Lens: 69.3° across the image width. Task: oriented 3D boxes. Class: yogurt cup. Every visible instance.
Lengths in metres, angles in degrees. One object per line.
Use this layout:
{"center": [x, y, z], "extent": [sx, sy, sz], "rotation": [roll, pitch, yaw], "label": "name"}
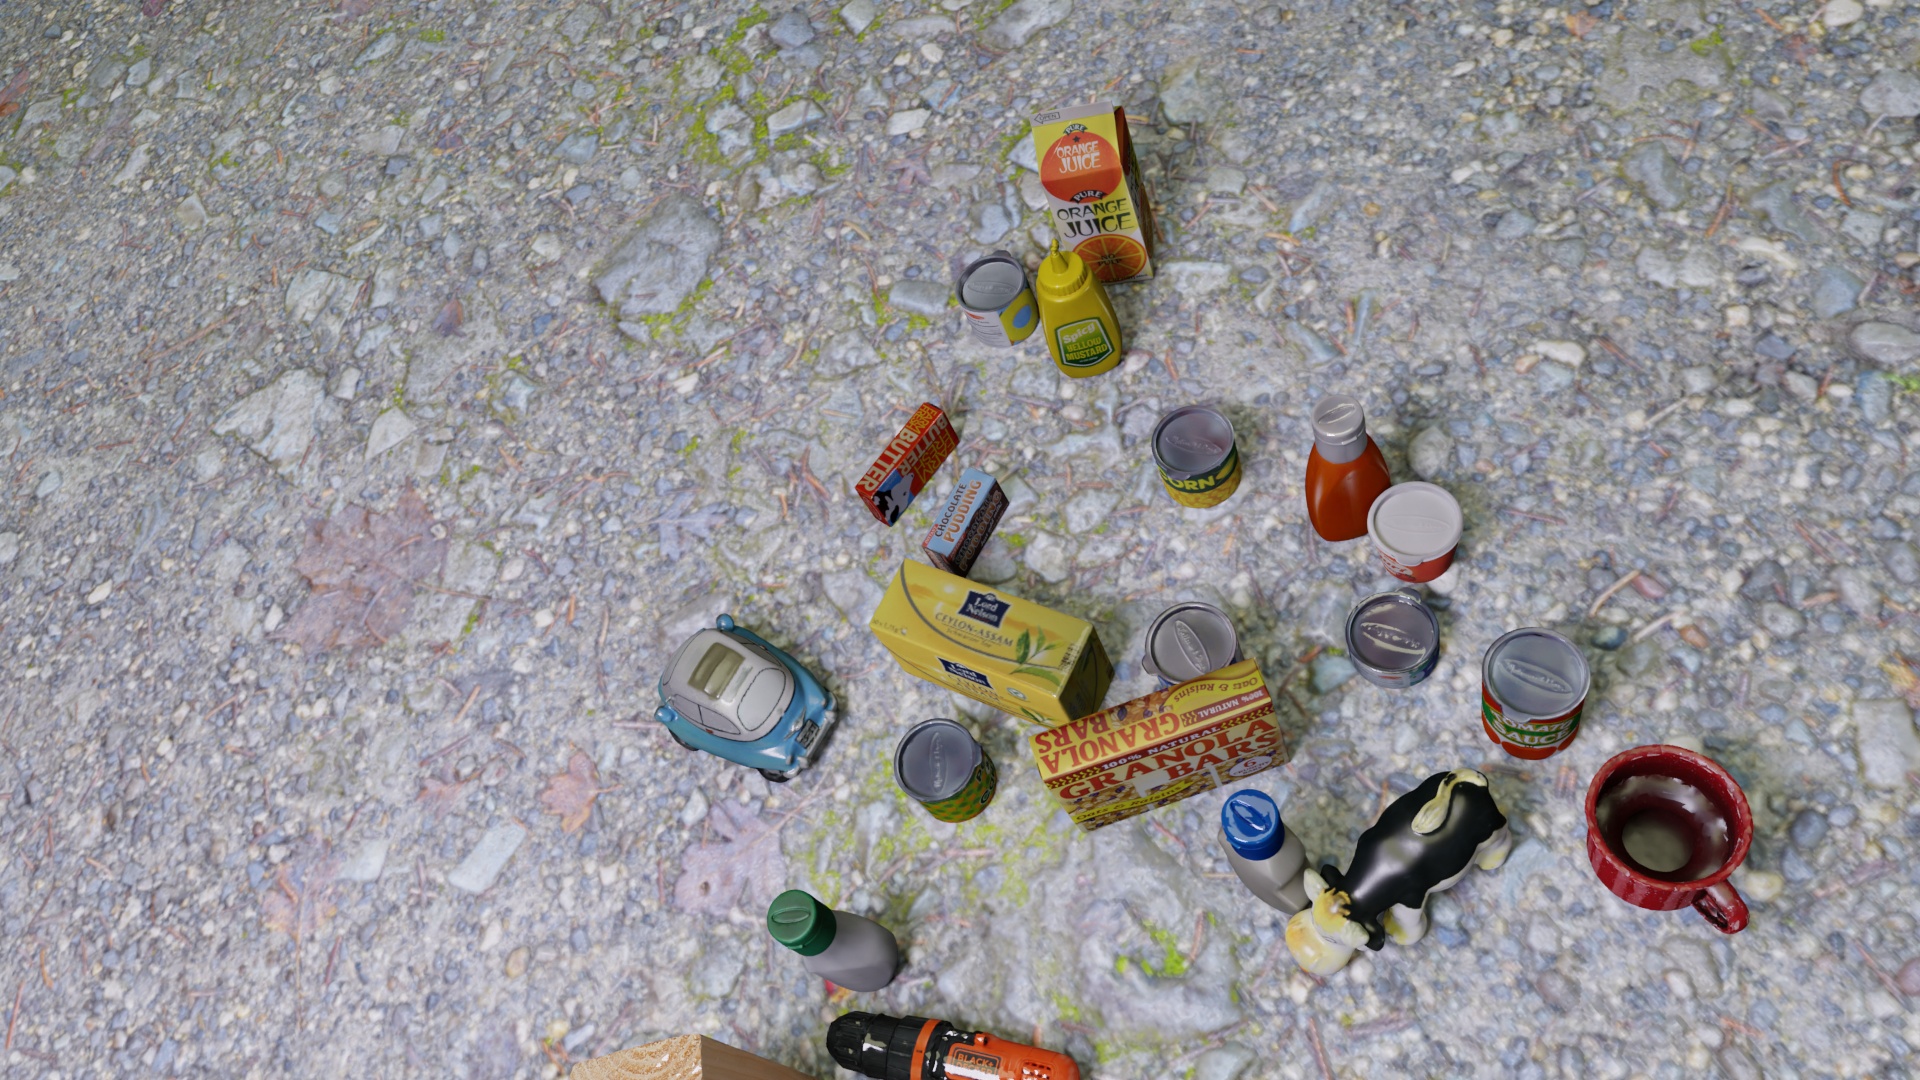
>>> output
{"center": [0.343, -0.003, 1.046], "extent": [0.072, 0.053, 0.073], "rotation": [-9, 59, 15], "label": "yogurt cup"}

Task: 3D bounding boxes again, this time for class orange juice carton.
{"center": [0.118, -0.311, 1.216], "extent": [0.072, 0.192, 0.073], "rotation": [-6, 60, 17], "label": "orange juice carton"}

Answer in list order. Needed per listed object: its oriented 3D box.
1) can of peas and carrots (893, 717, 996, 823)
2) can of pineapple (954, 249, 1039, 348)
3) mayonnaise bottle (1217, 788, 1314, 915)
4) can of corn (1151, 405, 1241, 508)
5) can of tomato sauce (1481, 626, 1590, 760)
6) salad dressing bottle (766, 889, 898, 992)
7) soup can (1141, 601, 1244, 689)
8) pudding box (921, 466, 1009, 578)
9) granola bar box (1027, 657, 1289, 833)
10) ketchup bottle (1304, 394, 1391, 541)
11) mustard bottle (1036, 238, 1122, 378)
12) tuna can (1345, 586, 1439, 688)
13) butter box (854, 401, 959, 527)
{"center": [-0.009, 0.177, 1.065], "extent": [0.071, 0.058, 0.071], "rotation": [-9, 60, 15], "label": "can of peas and carrots"}
{"center": [0.036, -0.220, 1.275], "extent": [0.071, 0.057, 0.071], "rotation": [-9, 60, 15], "label": "can of pineapple"}
{"center": [0.202, 0.205, 0.921], "extent": [0.065, 0.147, 0.041], "rotation": [35, 78, 32], "label": "mayonnaise bottle"}
{"center": [0.192, -0.065, 1.131], "extent": [0.071, 0.058, 0.071], "rotation": [-9, 60, 15], "label": "can of corn"}
{"center": [0.391, 0.108, 0.949], "extent": [0.071, 0.083, 0.071], "rotation": [-9, 60, 15], "label": "can of tomato sauce"}
{"center": [-0.090, 0.283, 0.980], "extent": [0.064, 0.147, 0.044], "rotation": [-10, 59, 14], "label": "salad dressing bottle"}
{"center": [0.175, 0.094, 1.032], "extent": [0.071, 0.083, 0.071], "rotation": [-9, 60, 15], "label": "soup can"}
{"center": [0.004, -0.015, 1.174], "extent": [0.030, 0.049, 0.084], "rotation": [22, 71, 28], "label": "pudding box"}
{"center": [0.145, 0.149, 0.987], "extent": [0.165, 0.123, 0.039], "rotation": [-21, 57, 7], "label": "granola bar box"}
{"center": [0.287, -0.054, 1.037], "extent": [0.065, 0.148, 0.044], "rotation": [-24, 57, 5], "label": "ketchup bottle"}
{"center": [0.095, -0.200, 1.181], "extent": [0.065, 0.159, 0.049], "rotation": [-15, 58, 11], "label": "mustard bottle"}
{"center": [0.320, 0.072, 1.024], "extent": [0.071, 0.032, 0.071], "rotation": [-8, 59, 15], "label": "tuna can"}
{"center": [-0.046, -0.067, 1.219], "extent": [0.024, 0.053, 0.104], "rotation": [30, 75, 31], "label": "butter box"}
